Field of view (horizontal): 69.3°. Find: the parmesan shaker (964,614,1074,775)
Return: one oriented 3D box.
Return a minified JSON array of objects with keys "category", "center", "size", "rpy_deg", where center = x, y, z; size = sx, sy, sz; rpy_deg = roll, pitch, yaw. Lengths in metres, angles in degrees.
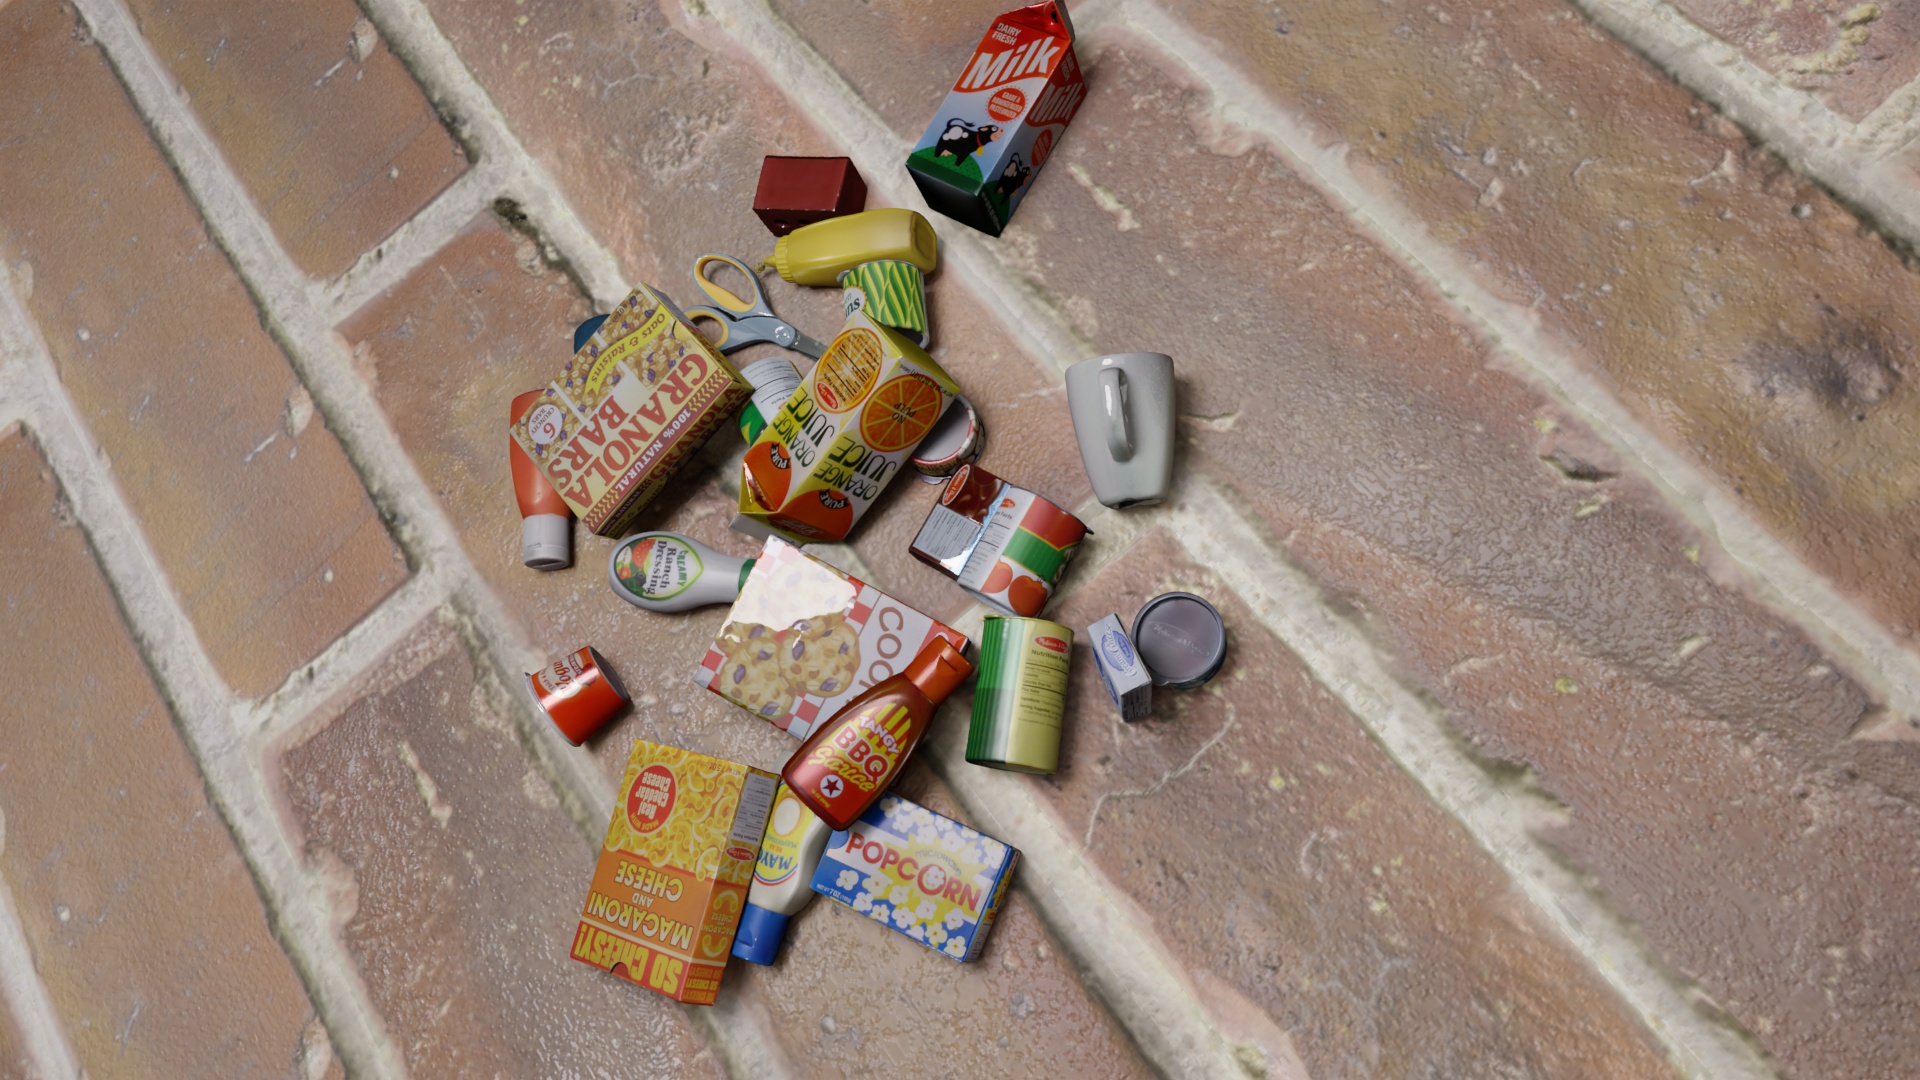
[{"category":"parmesan shaker","center":[0.039,0.110,0.988],"size":[0.071,0.071,0.103],"rpy_deg":[5,75,16]}]

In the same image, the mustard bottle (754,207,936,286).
[{"category":"mustard bottle","center":[-0.101,-0.237,1.140],"size":[0.160,0.065,0.049],"rpy_deg":[-2,76,22]}]

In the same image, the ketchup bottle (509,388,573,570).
[{"category":"ketchup bottle","center":[-0.344,-0.051,1.156],"size":[0.065,0.043,0.149],"rpy_deg":[-9,71,13]}]

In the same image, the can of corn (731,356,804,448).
[{"category":"can of corn","center":[-0.148,-0.103,1.110],"size":[0.071,0.071,0.058],"rpy_deg":[-35,67,2]}]

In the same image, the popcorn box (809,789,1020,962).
[{"category":"popcorn box","center":[-0.031,0.234,0.986],"size":[0.127,0.038,0.085],"rpy_deg":[20,80,19]}]

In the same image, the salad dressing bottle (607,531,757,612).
[{"category":"salad dressing bottle","center":[-0.201,0.028,1.092],"size":[0.148,0.044,0.064],"rpy_deg":[5,75,14]}]

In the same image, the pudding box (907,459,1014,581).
[{"category":"pudding box","center":[0.004,-0.013,1.058],"size":[0.050,0.030,0.084],"rpy_deg":[27,82,22]}]

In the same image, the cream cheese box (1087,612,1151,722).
[{"category":"cream cheese box","center":[0.111,0.089,0.958],"size":[0.024,0.103,0.053],"rpy_deg":[-25,70,-1]}]

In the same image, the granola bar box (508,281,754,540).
[{"category":"granola bar box","center":[-0.261,-0.102,1.092],"size":[0.165,0.039,0.124],"rpy_deg":[-47,69,8]}]

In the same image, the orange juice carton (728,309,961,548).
[{"category":"orange juice carton","center":[-0.096,-0.072,1.058],"size":[0.192,0.072,0.073],"rpy_deg":[-51,49,13]}]

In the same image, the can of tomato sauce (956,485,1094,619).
[{"category":"can of tomato sauce","center":[0.047,0.013,1.020],"size":[0.071,0.071,0.083],"rpy_deg":[27,83,21]}]

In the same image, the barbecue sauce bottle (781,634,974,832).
[{"category":"barbecue sauce bottle","center":[-0.054,0.131,0.974],"size":[0.065,0.043,0.148],"rpy_deg":[44,87,-2]}]

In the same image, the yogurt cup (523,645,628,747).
[{"category":"yogurt cup","center":[-0.296,0.119,1.080],"size":[0.054,0.072,0.072],"rpy_deg":[-35,68,-6]}]

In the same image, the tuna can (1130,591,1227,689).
[{"category":"tuna can","center":[0.155,0.074,0.989],"size":[0.071,0.032,0.071],"rpy_deg":[-4,72,14]}]

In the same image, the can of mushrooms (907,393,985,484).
[{"category":"can of mushrooms","center":[-0.017,-0.082,1.084],"size":[0.071,0.033,0.071],"rpy_deg":[-4,72,13]}]

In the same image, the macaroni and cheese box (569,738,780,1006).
[{"category":"macaroni and cheese box","center":[-0.210,0.238,1.012],"size":[0.123,0.040,0.167],"rpy_deg":[5,73,37]}]

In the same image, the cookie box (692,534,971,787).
[{"category":"cookie box","center":[-0.093,0.089,1.027],"size":[0.167,0.040,0.123],"rpy_deg":[27,85,7]}]

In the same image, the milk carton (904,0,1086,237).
[{"category":"milk carton","center":[0.041,-0.354,1.133],"size":[0.073,0.072,0.191],"rpy_deg":[28,82,21]}]

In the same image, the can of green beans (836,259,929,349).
[{"category":"can of green beans","center":[-0.060,-0.183,1.109],"size":[0.071,0.071,0.058],"rpy_deg":[-9,72,12]}]

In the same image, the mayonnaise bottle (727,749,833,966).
[{"category":"mayonnaise bottle","center":[-0.127,0.231,1.010],"size":[0.065,0.041,0.148],"rpy_deg":[14,77,26]}]
